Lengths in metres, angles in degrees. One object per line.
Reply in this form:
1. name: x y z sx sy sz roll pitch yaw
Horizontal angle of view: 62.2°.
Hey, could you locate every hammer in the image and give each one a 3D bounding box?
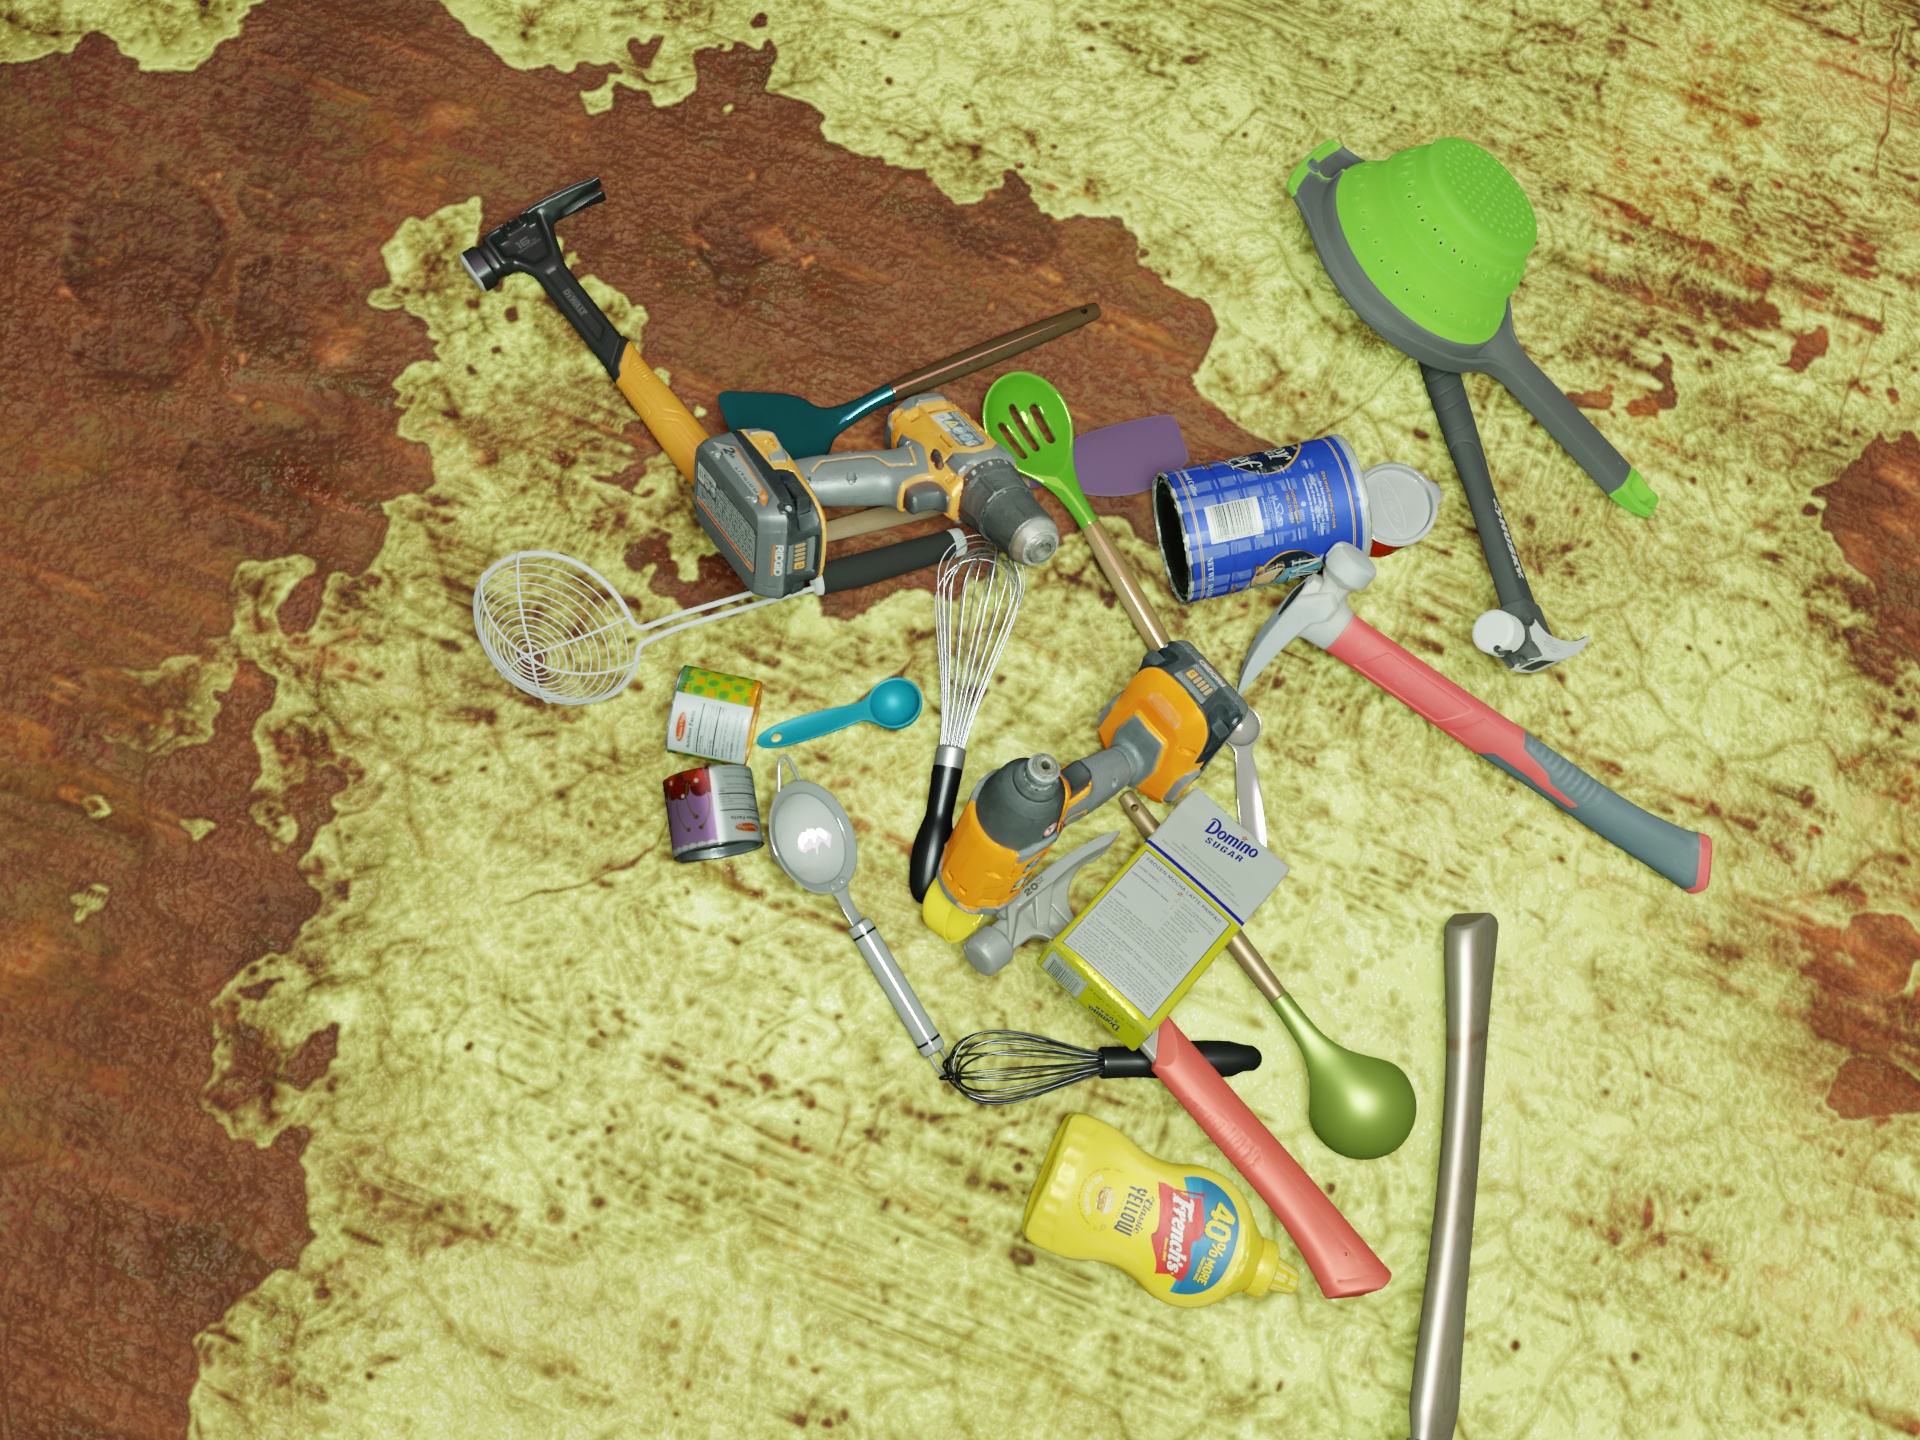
1. hammer: 0.355 0.339 1.127 0.146 0.038 0.411 31 63 -40
2. hammer: -0.242 -0.265 1.234 0.127 0.034 0.337 -36 83 -10
3. hammer: 0.396 0.026 1.202 0.386 0.038 0.143 33 121 -6
4. hammer: 0.404 -0.192 1.244 0.146 0.035 0.335 12 60 -45
5. hammer: 0.170 0.247 1.115 0.149 0.036 0.359 -35 75 -27

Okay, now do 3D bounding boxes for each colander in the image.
1. colander: 0.433 -0.322 1.238 0.397 0.094 0.204 45 49 -4

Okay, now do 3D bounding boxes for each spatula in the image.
1. spatula: -0.030 -0.270 1.246 0.317 0.044 0.082 -24 75 -10
2. spatula: 0.029 -0.180 1.244 0.316 0.018 0.060 -15 80 -8

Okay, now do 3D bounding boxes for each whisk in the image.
1. whisk: -0.002 -0.004 1.187 0.070 0.070 0.285 11 83 -2
2. whisk: 0.102 0.248 1.144 0.239 0.055 0.055 0 78 -9

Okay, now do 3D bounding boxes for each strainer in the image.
1. strainer: -0.078 0.146 1.153 0.087 0.050 0.258 -27 85 -54

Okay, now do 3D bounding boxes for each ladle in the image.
1. ladle: 0.218 0.182 1.173 0.078 0.062 0.320 -38 75 4

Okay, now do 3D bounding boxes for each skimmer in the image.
1. skimmer: -0.175 -0.102 1.192 0.363 0.127 0.090 -18 36 -19

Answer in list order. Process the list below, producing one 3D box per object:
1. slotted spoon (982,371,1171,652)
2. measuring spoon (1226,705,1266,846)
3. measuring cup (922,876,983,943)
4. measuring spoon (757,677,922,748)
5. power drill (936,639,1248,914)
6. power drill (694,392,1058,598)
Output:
1. slotted spoon: 0.111 -0.127 1.224 0.070 0.031 0.314 -30 88 -11
2. measuring spoon: 0.216 0.049 1.213 0.034 0.018 0.124 -5 85 -10
3. measuring cup: 0.024 0.095 1.174 0.029 0.062 0.156 25 62 27
4. measuring spoon: -0.090 0.002 1.198 0.128 0.021 0.042 -16 63 1
5. power drill: 0.093 0.034 1.102 0.226 0.164 0.084 -31 72 -30
6. power drill: -0.055 -0.155 1.145 0.226 0.084 0.186 -17 48 -27
